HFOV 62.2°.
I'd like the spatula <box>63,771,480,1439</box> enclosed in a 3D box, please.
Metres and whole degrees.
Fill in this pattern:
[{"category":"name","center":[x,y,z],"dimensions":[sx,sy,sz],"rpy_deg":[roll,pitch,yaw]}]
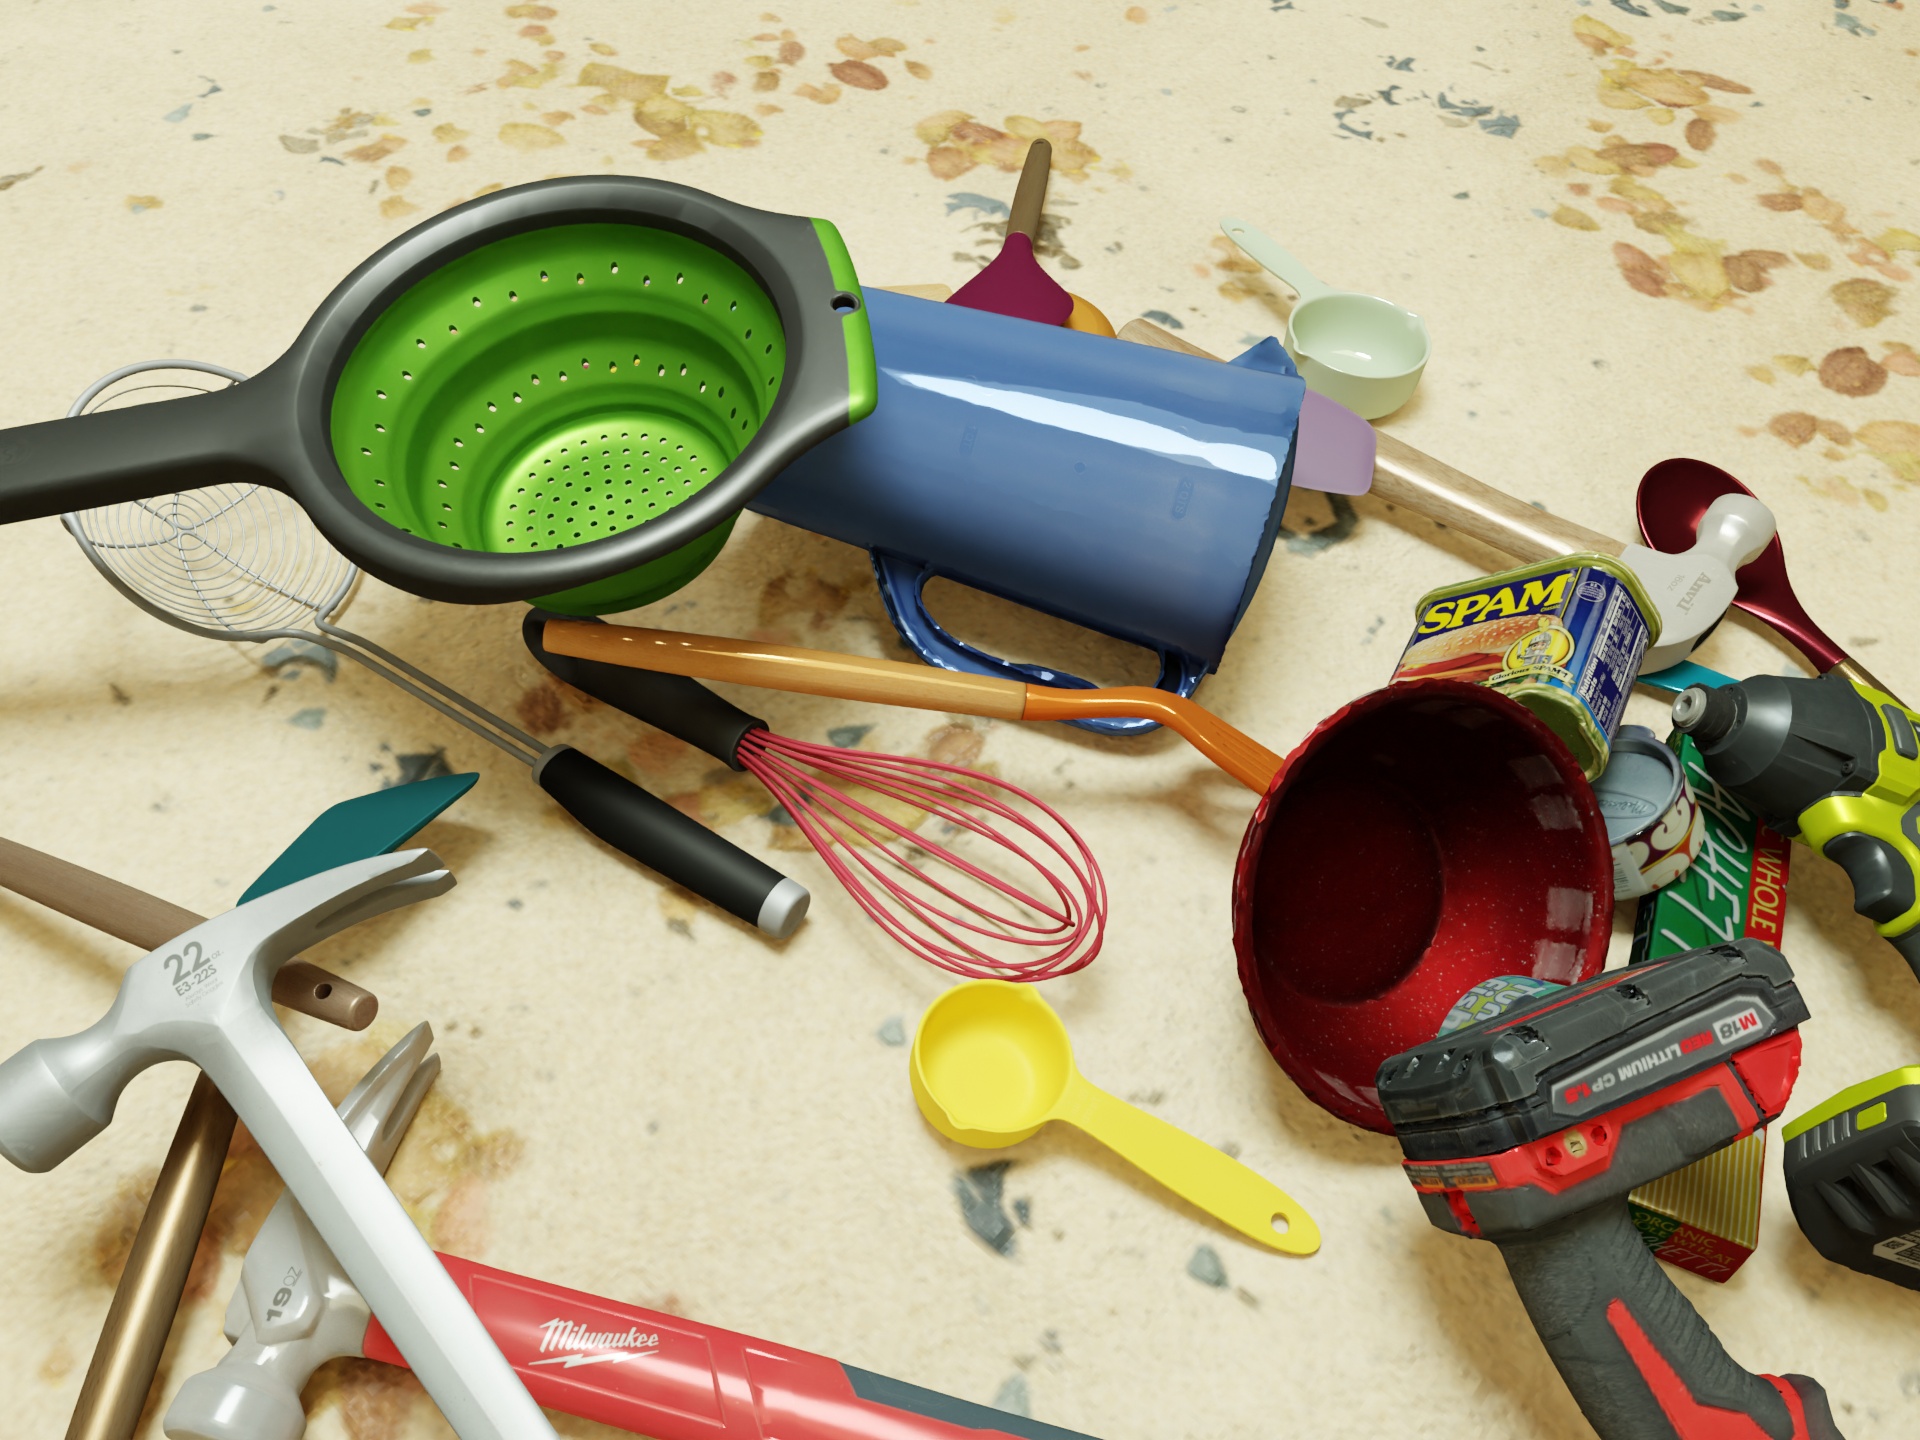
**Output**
[{"category":"spatula","center":[-0.239,0.144,0.520],"dimensions":[0.082,0.044,0.318],"rpy_deg":[-12,52,24]}]

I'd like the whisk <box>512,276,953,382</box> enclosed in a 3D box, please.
[{"category":"whisk","center":[-0.121,-0.211,0.843],"dimensions":[0.245,0.051,0.047],"rpy_deg":[-8,71,-17]}]

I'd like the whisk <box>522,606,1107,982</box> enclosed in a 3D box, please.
[{"category":"whisk","center":[-0.069,0.019,0.632],"dimensions":[0.296,0.073,0.073],"rpy_deg":[28,52,25]}]

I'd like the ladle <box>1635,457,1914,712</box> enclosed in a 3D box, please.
[{"category":"ladle","center":[0.417,-0.007,0.718],"dimensions":[0.069,0.031,0.316],"rpy_deg":[-22,56,-13]}]

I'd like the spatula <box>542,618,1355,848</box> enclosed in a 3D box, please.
[{"category":"spatula","center":[-0.001,-0.002,0.625],"dimensions":[0.322,0.041,0.081],"rpy_deg":[8,19,-6]}]

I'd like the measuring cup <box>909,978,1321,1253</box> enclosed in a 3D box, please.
[{"category":"measuring cup","center":[0.052,0.147,0.559],"dimensions":[0.156,0.029,0.062],"rpy_deg":[29,54,4]}]

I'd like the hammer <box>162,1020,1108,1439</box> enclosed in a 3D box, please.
[{"category":"hammer","center":[-0.029,0.202,0.488],"dimensions":[0.386,0.038,0.143],"rpy_deg":[13,48,6]}]

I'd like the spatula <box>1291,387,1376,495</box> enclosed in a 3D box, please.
[{"category":"spatula","center":[0.047,-0.164,0.768],"dimensions":[0.316,0.018,0.060],"rpy_deg":[12,65,-1]}]

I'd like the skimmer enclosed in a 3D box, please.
[{"category":"skimmer","center":[-0.208,-0.032,0.639],"dimensions":[0.363,0.090,0.127],"rpy_deg":[29,37,17]}]

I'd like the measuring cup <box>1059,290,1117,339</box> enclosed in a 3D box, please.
[{"category":"measuring cup","center":[0.018,-0.158,0.795],"dimensions":[0.095,0.052,0.174],"rpy_deg":[26,51,17]}]

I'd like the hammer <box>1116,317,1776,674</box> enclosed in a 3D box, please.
[{"category":"hammer","center":[0.212,-0.121,0.785],"dimensions":[0.331,0.031,0.130],"rpy_deg":[31,66,25]}]

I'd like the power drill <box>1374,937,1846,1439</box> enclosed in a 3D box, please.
[{"category":"power drill","center":[0.225,0.184,0.465],"dimensions":[0.143,0.078,0.220],"rpy_deg":[-16,77,-17]}]

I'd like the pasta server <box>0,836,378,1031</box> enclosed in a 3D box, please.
[{"category":"pasta server","center":[-0.330,0.051,0.558],"dimensions":[0.316,0.040,0.060],"rpy_deg":[15,63,23]}]

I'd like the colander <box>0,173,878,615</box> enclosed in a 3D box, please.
[{"category":"colander","center":[-0.227,-0.093,0.615],"dimensions":[0.397,0.094,0.205],"rpy_deg":[-11,58,-3]}]

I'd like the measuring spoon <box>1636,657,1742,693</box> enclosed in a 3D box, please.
[{"category":"measuring spoon","center":[0.334,-0.012,0.725],"dimensions":[0.129,0.021,0.042],"rpy_deg":[23,58,26]}]

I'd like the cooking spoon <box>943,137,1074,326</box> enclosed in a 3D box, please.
[{"category":"cooking spoon","center":[0.033,-0.269,0.870],"dimensions":[0.069,0.017,0.319],"rpy_deg":[0,35,8]}]

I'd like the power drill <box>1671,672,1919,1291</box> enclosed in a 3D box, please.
[{"category":"power drill","center":[0.346,0.085,0.575],"dimensions":[0.171,0.080,0.223],"rpy_deg":[20,49,-12]}]

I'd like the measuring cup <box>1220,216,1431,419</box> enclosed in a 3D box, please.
[{"category":"measuring cup","center":[0.189,-0.224,0.880],"dimensions":[0.083,0.038,0.168],"rpy_deg":[-19,51,-20]}]

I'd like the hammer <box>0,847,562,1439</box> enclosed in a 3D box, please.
[{"category":"hammer","center":[-0.103,0.207,0.426],"dimensions":[0.144,0.035,0.406],"rpy_deg":[-38,72,-16]}]
